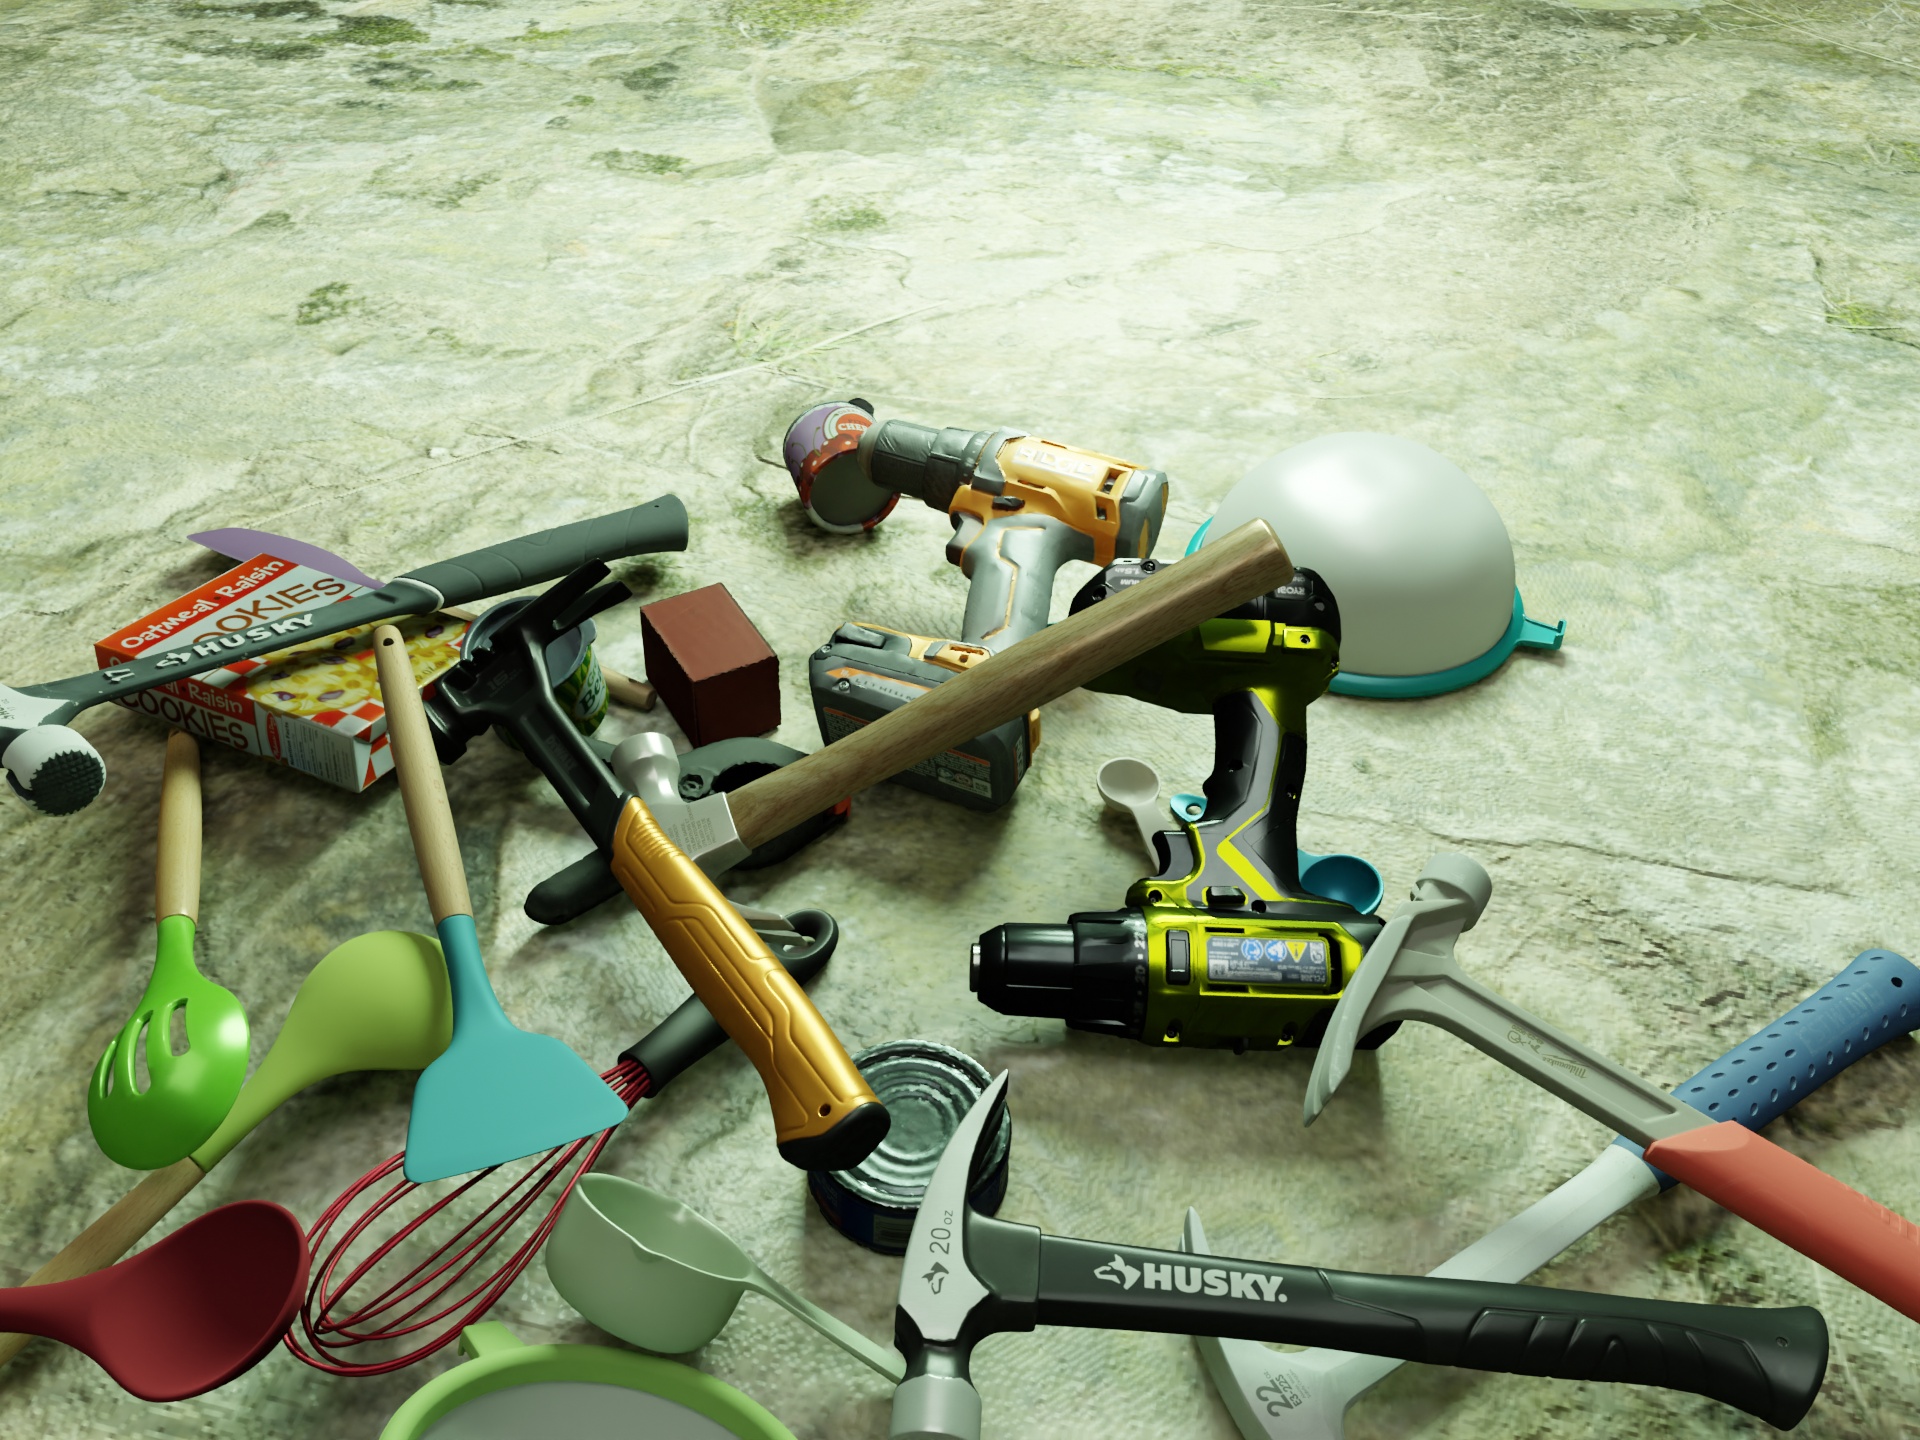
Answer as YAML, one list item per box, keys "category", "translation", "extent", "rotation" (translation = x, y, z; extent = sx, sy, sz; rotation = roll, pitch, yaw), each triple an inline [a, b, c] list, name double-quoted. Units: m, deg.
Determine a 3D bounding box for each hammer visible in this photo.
- category: "hammer"
  translation: [0.317, 0.191, 0.621]
  extent: [0.359, 0.036, 0.149]
  rotation: [31, 50, 15]
- category: "hammer"
  translation: [-0.001, -0.002, 0.731]
  extent: [0.331, 0.031, 0.130]
  rotation: [-27, 57, 4]
- category: "hammer"
  translation: [-0.130, 0.059, 0.700]
  extent: [0.127, 0.034, 0.337]
  rotation: [-41, 55, -5]
- category: "hammer"
  translation: [-0.312, -0.062, 0.848]
  extent: [0.149, 0.036, 0.409]
  rotation: [30, 38, 33]
- category: "hammer"
  translation: [0.272, 0.189, 0.669]
  extent: [0.405, 0.035, 0.144]
  rotation: [-21, 47, -26]
- category: "hammer"
  translation: [0.145, 0.211, 0.581]
  extent: [0.335, 0.035, 0.146]
  rotation: [5, 42, 1]

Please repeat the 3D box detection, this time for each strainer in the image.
- category: "strainer"
  translation: [0.188, -0.102, 0.949]
  extent: [0.340, 0.095, 0.211]
  rotation: [-12, 44, -19]
- category: "strainer"
  translation: [-0.069, 0.289, 0.514]
  extent: [0.256, 0.069, 0.151]
  rotation: [18, 9, -5]

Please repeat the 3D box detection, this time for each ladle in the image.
- category: "ladle"
  translation: [-0.372, 0.211, 0.563]
  extent: [0.315, 0.031, 0.069]
  rotation: [-6, 47, 8]
- category: "ladle"
  translation: [-0.318, 0.198, 0.621]
  extent: [0.078, 0.062, 0.320]
  rotation: [28, 53, 22]

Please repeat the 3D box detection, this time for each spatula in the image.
- category: "spatula"
  translation: [-0.223, 0.062, 0.690]
  extent: [0.082, 0.044, 0.318]
  rotation: [-13, 51, -20]
- category: "spatula"
  translation: [-0.312, -0.065, 0.926]
  extent: [0.316, 0.018, 0.060]
  rotation: [20, 21, 17]

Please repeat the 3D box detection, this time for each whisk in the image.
- category: "whisk"
  translation: [-0.149, 0.158, 0.660]
  extent: [0.073, 0.073, 0.296]
  rotation: [28, 40, 25]

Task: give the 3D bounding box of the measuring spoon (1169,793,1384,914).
- category: "measuring spoon"
  translation: [0.159, 0.071, 0.814]
  extent: [0.042, 0.021, 0.129]
  rotation: [-40, 47, -24]

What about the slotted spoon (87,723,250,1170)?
- category: "slotted spoon"
  translation: [-0.356, 0.080, 0.719]
  extent: [0.070, 0.031, 0.314]
  rotation: [-31, 37, -5]

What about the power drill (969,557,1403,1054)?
- category: "power drill"
  translation: [0.102, 0.042, 0.751]
  extent: [0.190, 0.080, 0.229]
  rotation: [3, 66, -2]

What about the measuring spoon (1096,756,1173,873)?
- category: "measuring spoon"
  translation: [0.103, 0.069, 0.814]
  extent: [0.034, 0.018, 0.124]
  rotation: [-11, 50, -17]

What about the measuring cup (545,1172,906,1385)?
- category: "measuring cup"
  translation: [-0.080, 0.228, 0.594]
  extent: [0.167, 0.083, 0.038]
  rotation: [30, 84, 3]

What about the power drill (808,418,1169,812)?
- category: "power drill"
  translation: [-0.006, -0.077, 0.882]
  extent: [0.185, 0.084, 0.226]
  rotation: [18, 58, 16]
